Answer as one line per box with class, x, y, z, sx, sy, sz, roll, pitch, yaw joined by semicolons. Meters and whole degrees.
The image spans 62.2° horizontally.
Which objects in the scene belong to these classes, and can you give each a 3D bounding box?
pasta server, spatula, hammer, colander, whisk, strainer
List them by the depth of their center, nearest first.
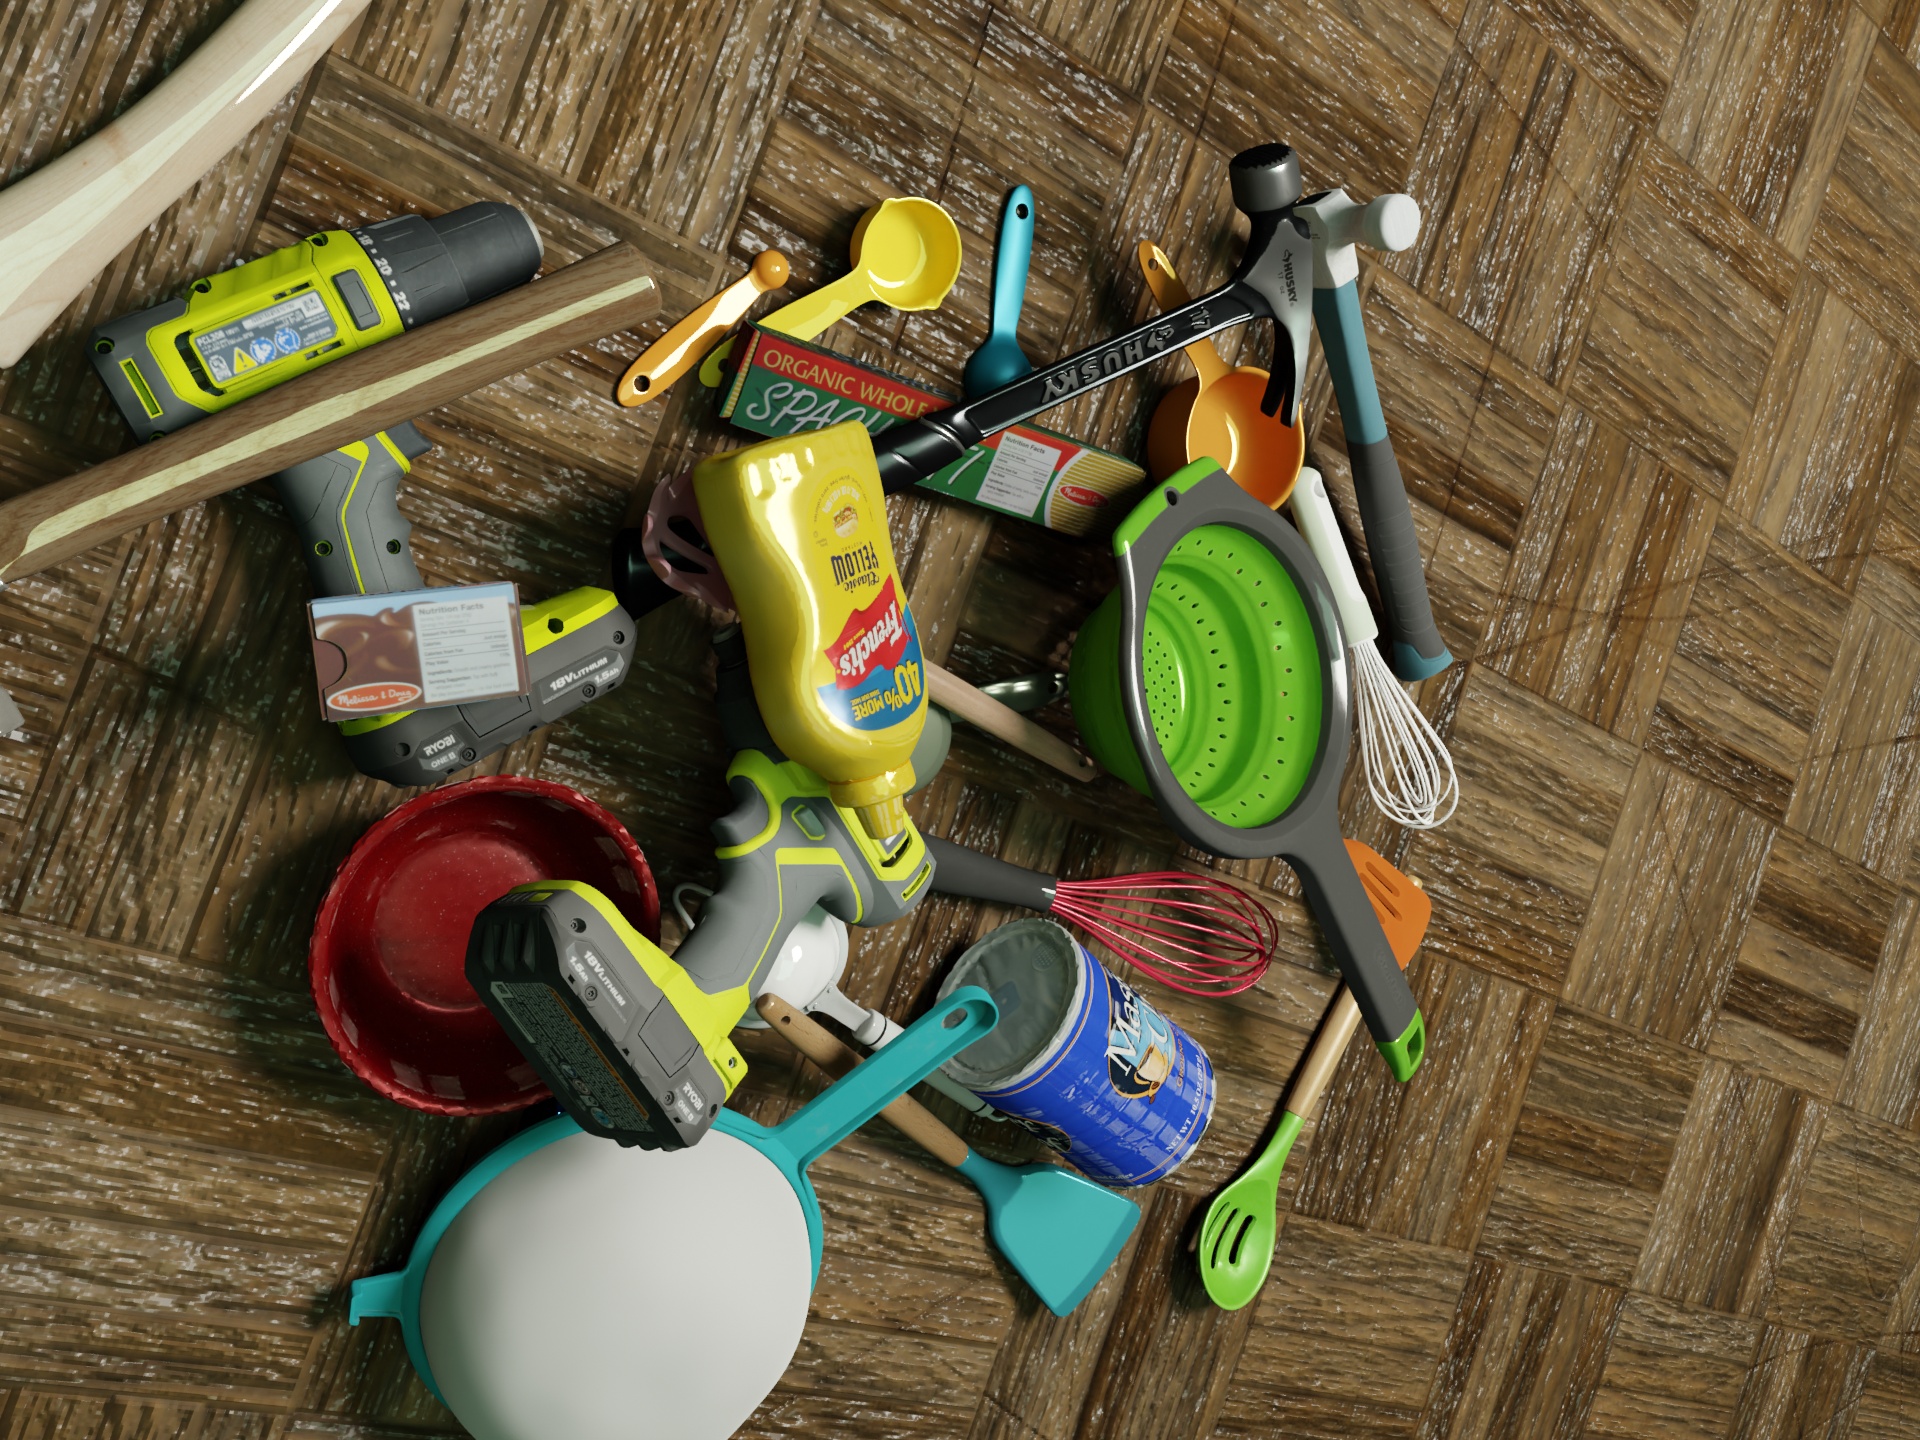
hammer;-0.271;-0.119;0.633;0.331;0.031;0.130;-30;106;-21
hammer;-0.270;-0.305;0.683;0.146;0.038;0.411;44;76;-29
strainer;-0.108;0.258;0.773;0.340;0.095;0.210;-37;119;-2
pasta server;-0.035;-0.034;0.814;0.316;0.040;0.060;30;69;-34
hammer;0.009;-0.151;0.821;0.409;0.036;0.149;-27;126;-11
strainer;-0.055;0.165;0.876;0.258;0.050;0.087;39;93;-32
spatula;-0.008;0.237;0.894;0.082;0.044;0.317;-50;128;-10
whisk;0.066;0.105;0.929;0.295;0.073;0.073;17;88;-25
colander;0.165;0.047;0.933;0.204;0.094;0.397;-41;112;-38
hammer;0.252;-0.162;0.973;0.033;0.128;0.330;-35;122;-21
whisk;0.256;-0.044;1.008;0.058;0.059;0.246;-31;102;-49
spatula;0.224;0.013;1.014;0.081;0.041;0.322;-44;117;-44

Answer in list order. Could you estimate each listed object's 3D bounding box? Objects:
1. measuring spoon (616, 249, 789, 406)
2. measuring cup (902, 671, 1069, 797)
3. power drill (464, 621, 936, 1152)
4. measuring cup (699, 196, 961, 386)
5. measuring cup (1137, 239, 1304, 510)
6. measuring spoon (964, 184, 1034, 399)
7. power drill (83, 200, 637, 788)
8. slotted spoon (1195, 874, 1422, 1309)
measuring spoon;-0.127;-0.196;0.795;0.117;0.011;0.021;-46;117;-17
measuring cup;-0.001;-0.003;0.881;0.167;0.038;0.083;-13;104;-26
power drill;-0.116;0.073;0.749;0.223;0.080;0.171;-50;120;-41
measuring cup;-0.071;-0.218;0.823;0.156;0.029;0.062;-33;121;-9
measuring cup;0.133;-0.196;0.926;0.095;0.052;0.173;-39;110;-20
measuring spoon;0.030;-0.231;0.876;0.042;0.021;0.128;4;96;-31
power drill;-0.239;-0.105;0.708;0.190;0.080;0.228;-31;108;-22
slotted spoon;0.236;0.242;1.064;0.070;0.031;0.314;37;77;-29
